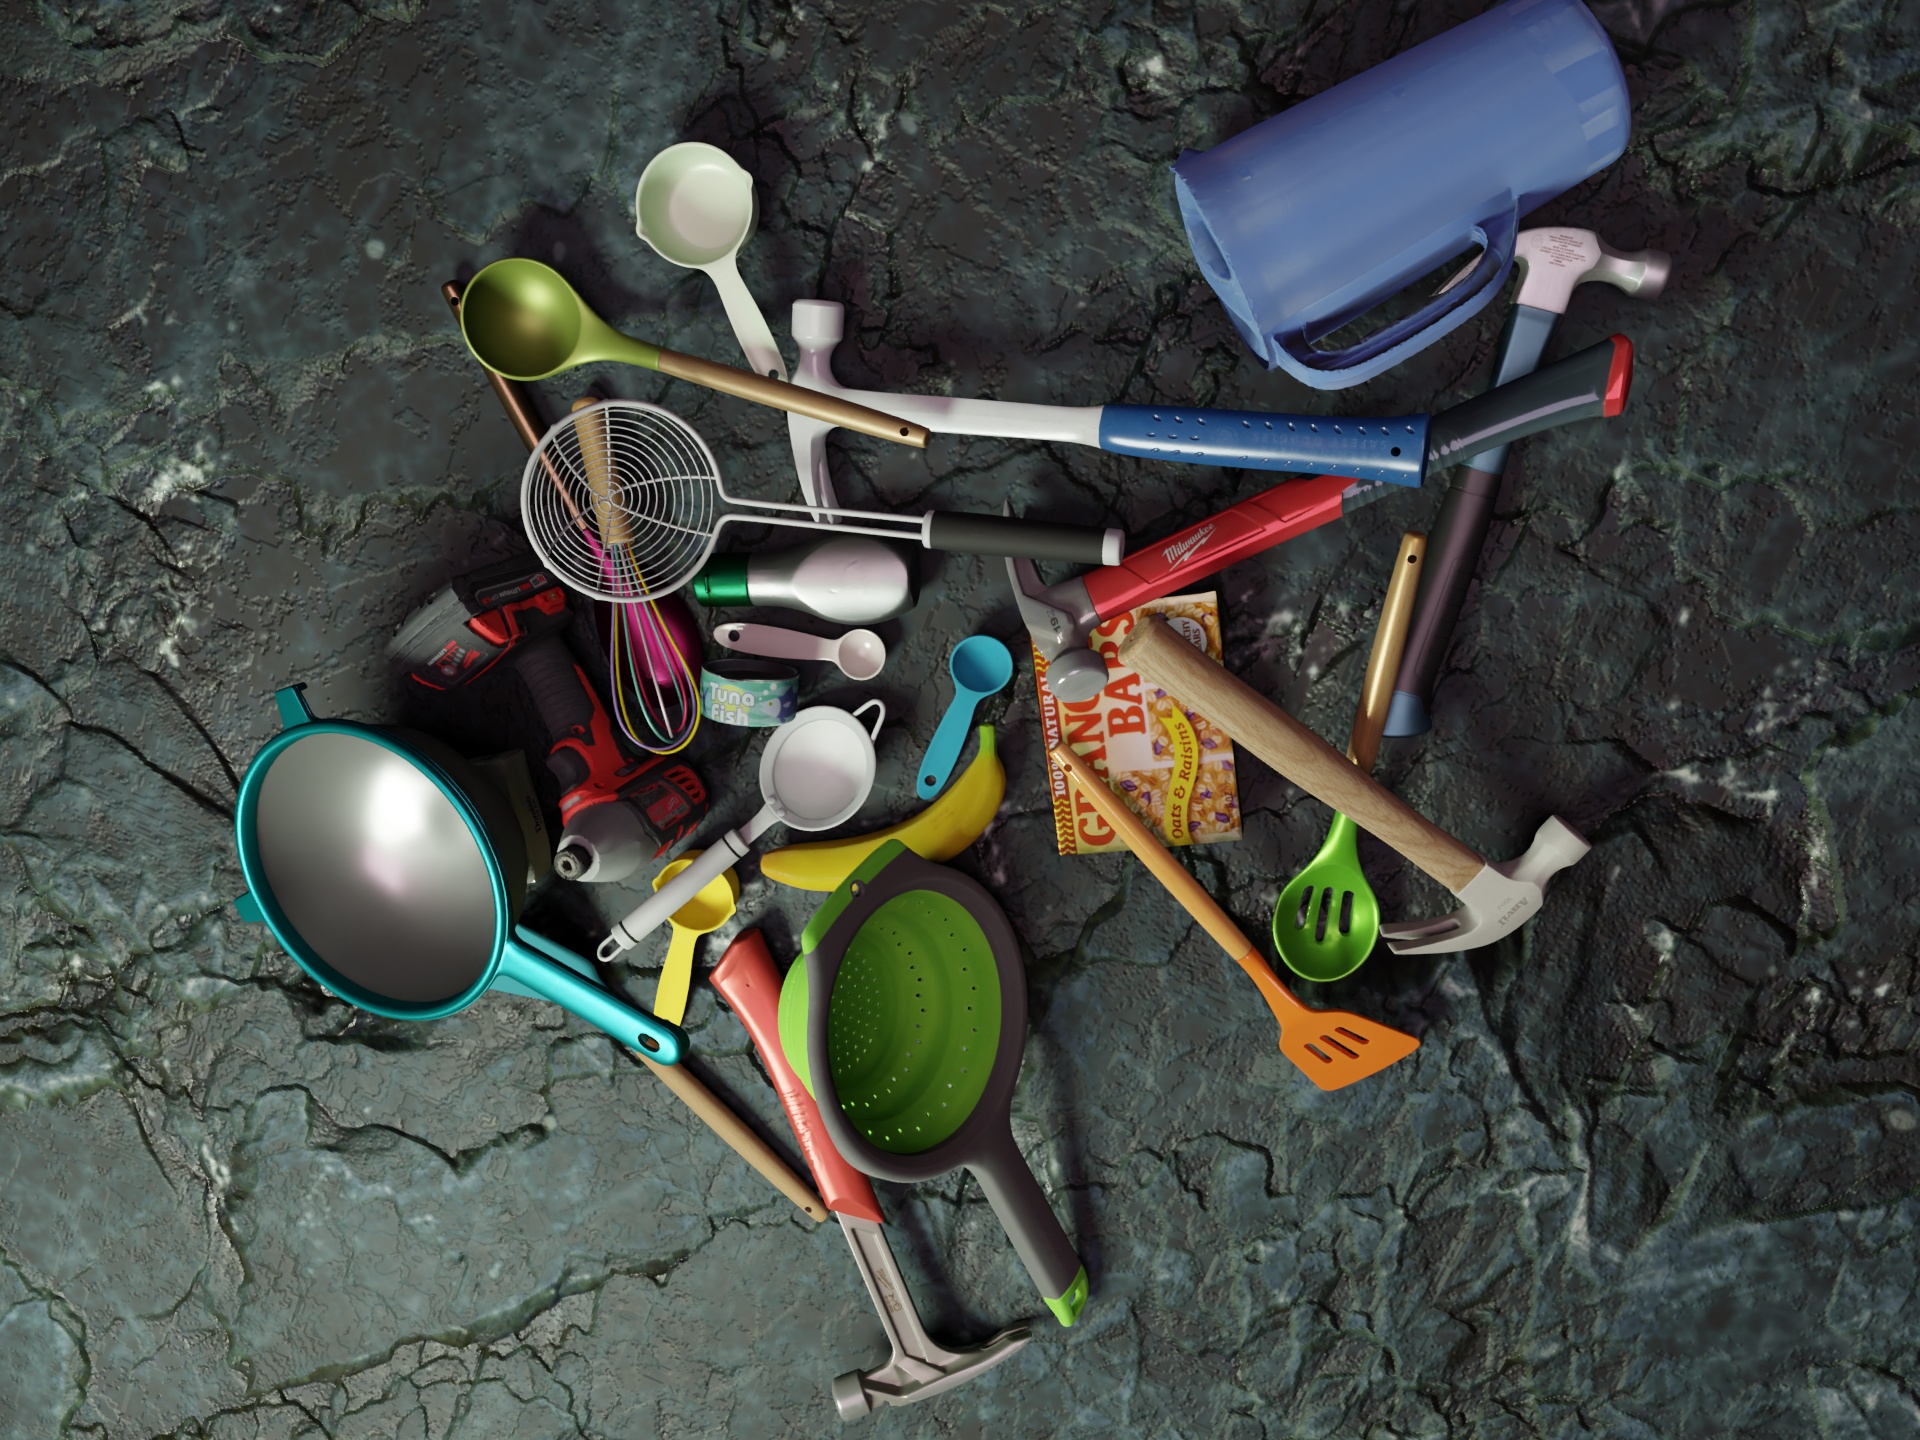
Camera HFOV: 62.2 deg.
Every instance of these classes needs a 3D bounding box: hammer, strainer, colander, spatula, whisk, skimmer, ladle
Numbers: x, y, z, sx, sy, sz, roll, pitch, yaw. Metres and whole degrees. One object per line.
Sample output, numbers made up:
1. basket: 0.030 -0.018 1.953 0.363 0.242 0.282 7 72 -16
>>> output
1. hammer: -0.080 0.314 1.135 0.149 0.037 0.359 -22 95 -3
2. hammer: 0.231 0.039 0.982 0.331 0.031 0.130 33 108 -17
3. hammer: 0.322 -0.143 0.995 0.128 0.033 0.331 16 103 3
4. strainer: -0.308 0.114 1.043 0.340 0.095 0.211 28 118 8
5. colander: -0.020 0.265 1.094 0.094 0.204 0.396 -3 122 42
6. spatula: 0.172 0.130 1.046 0.081 0.041 0.322 -38 99 31
7. spatula: -0.216 0.259 1.146 0.317 0.044 0.082 44 123 -4
8. hammer: 0.077 -0.175 0.975 0.405 0.035 0.144 9 104 21
9. whisk: -0.218 -0.097 1.059 0.047 0.051 0.245 -17 85 35
10. strainer: -0.145 0.077 1.078 0.258 0.050 0.087 -40 65 -1
11. hammer: 0.212 -0.148 0.969 0.386 0.038 0.143 -24 61 12
12. skimmer: -0.085 -0.122 0.975 0.363 0.090 0.127 7 98 13
13. ladle: -0.171 -0.223 1.011 0.320 0.062 0.078 19 103 13

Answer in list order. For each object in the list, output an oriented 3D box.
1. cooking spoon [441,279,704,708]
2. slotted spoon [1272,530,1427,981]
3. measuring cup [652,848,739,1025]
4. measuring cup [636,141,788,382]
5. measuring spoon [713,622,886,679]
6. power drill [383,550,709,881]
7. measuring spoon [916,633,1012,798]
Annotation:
1. cooking spoon: -0.267 -0.153 1.081 0.069 0.017 0.319 -27 97 11
2. slotted spoon: 0.255 0.029 1.011 0.070 0.031 0.313 9 116 5
3. measuring cup: -0.195 0.160 1.137 0.062 0.029 0.156 18 115 4
4. measuring cup: -0.148 -0.289 1.029 0.083 0.038 0.167 -23 100 12
5. measuring spoon: -0.109 -0.052 1.085 0.124 0.018 0.034 9 98 13
6. power drill: -0.269 0.006 1.050 0.078 0.143 0.219 -34 93 26
7. measuring spoon: -0.002 -0.003 1.080 0.042 0.021 0.128 22 113 -4
